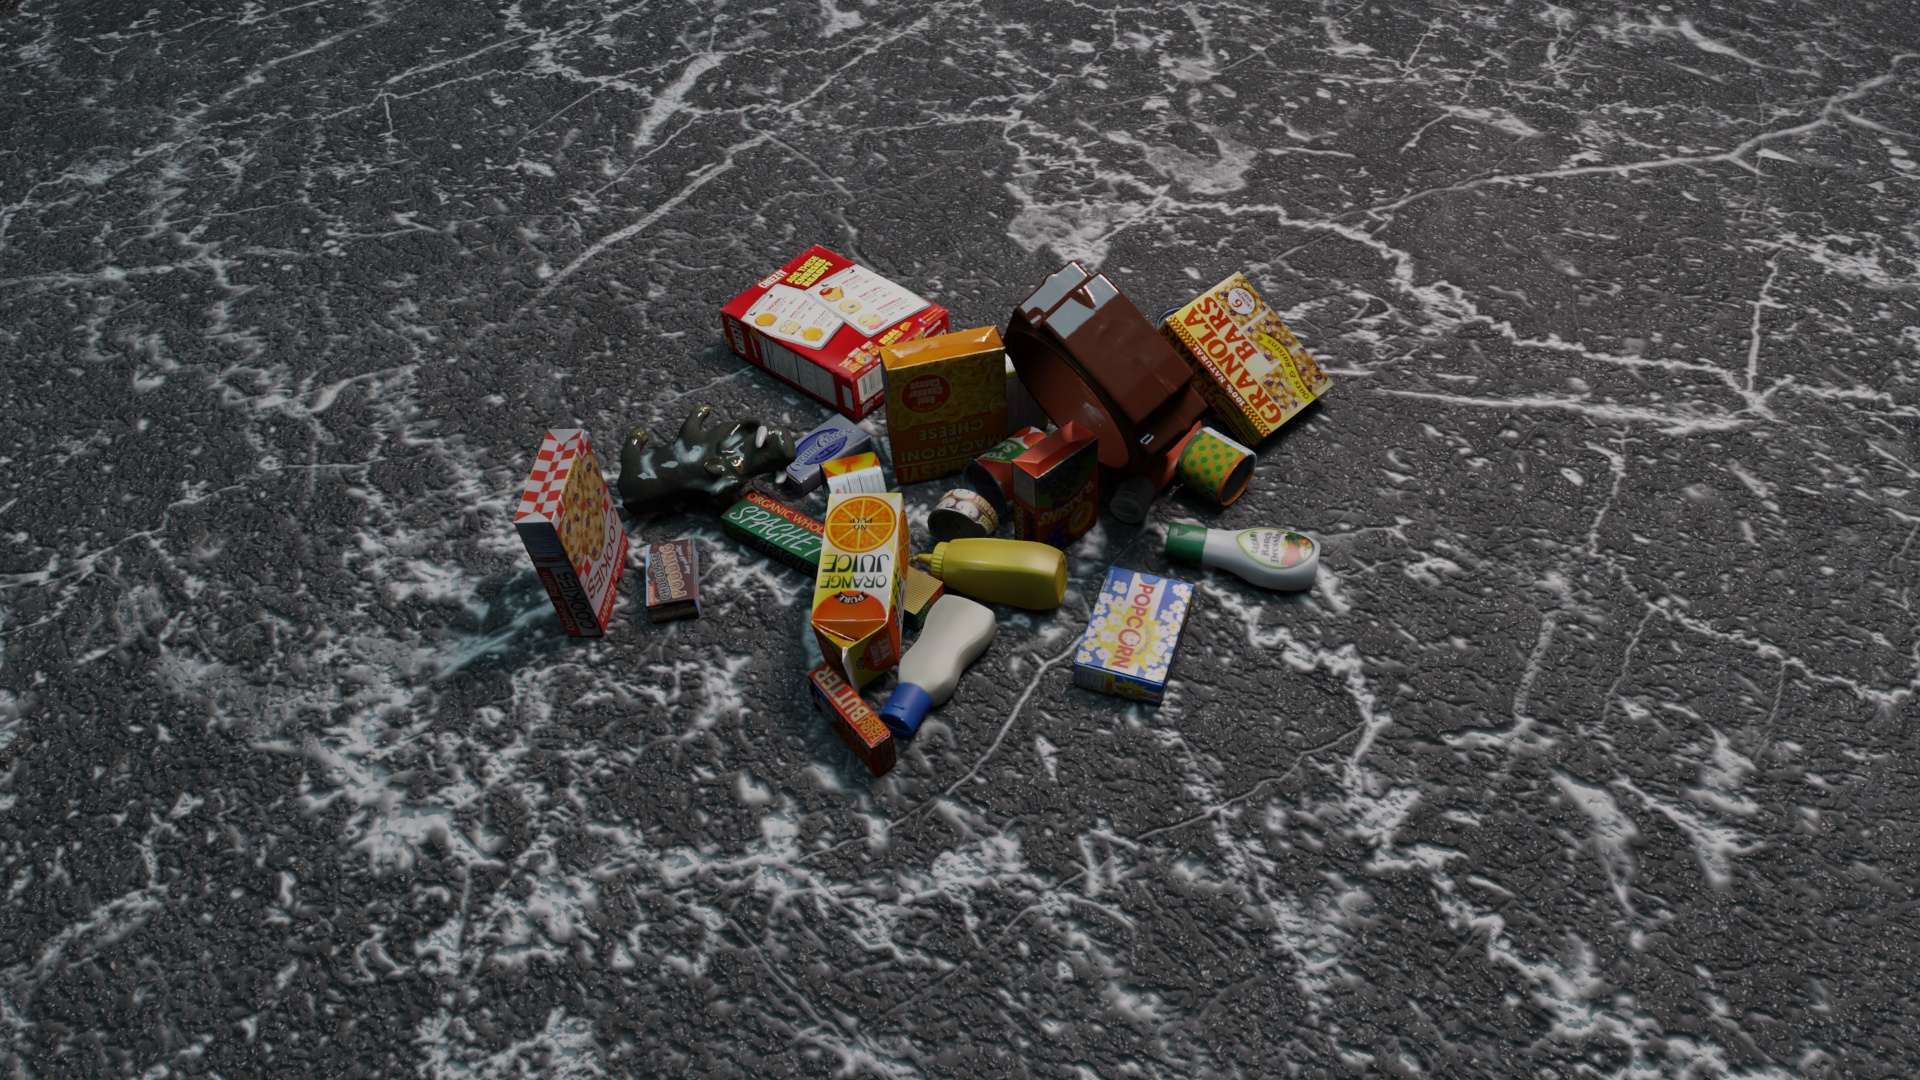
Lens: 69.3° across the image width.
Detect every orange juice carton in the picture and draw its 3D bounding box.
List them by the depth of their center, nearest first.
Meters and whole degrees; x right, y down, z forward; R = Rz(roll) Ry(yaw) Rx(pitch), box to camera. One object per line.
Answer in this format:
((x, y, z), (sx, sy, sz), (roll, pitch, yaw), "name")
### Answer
((-0.093, 0.051, 1.302), (0.073, 0.071, 0.194), (-1, 52, 7), "orange juice carton")

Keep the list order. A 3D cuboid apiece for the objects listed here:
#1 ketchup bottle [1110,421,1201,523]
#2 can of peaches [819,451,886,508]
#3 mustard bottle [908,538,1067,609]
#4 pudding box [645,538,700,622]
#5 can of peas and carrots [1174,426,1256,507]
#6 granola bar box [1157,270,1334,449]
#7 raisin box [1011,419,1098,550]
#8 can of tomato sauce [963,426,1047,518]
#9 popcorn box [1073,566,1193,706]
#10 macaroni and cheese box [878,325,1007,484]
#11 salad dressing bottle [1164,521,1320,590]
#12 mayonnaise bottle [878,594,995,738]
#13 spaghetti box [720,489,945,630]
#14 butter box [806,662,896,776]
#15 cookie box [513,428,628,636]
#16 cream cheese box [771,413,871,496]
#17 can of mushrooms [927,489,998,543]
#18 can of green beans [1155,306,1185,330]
((0.201, -0.081, 1.464), (0.065, 0.043, 0.149), (16, 50, 21), "ketchup bottle")
((-0.111, -0.056, 1.441), (0.058, 0.071, 0.071), (-14, 48, -10), "can of peaches")
((0.023, 0.027, 1.361), (0.160, 0.065, 0.049), (9, 46, 17), "mustard bottle")
((-0.288, 0.040, 1.385), (0.050, 0.030, 0.084), (-8, 47, -4), "pudding box")
((0.264, -0.074, 1.441), (0.059, 0.070, 0.071), (33, 57, 28), "can of peas and carrots")
((0.310, -0.198, 1.522), (0.125, 0.039, 0.165), (-35, 83, -27), "granola bar box")
((0.096, -0.047, 1.384), (0.086, 0.122, 0.040), (-35, 53, -26), "raisin box")
((0.054, -0.073, 1.446), (0.083, 0.070, 0.071), (-34, 54, -26), "can of tomato sauce")
((0.164, 0.089, 1.312), (0.085, 0.038, 0.127), (12, 49, 15), "popcorn box")
((-0.015, -0.137, 1.443), (0.124, 0.165, 0.040), (-12, 48, -8), "macaroni and cheese box")
((0.278, 0.012, 1.374), (0.148, 0.043, 0.064), (10, 50, 12), "salad dressing bottle")
((-0.025, 0.117, 1.294), (0.065, 0.041, 0.149), (19, 52, 21), "mayonnaise bottle")
((-0.132, 0.017, 1.399), (0.250, 0.028, 0.050), (25, 53, 23), "spaghetti box")
((-0.098, 0.161, 1.249), (0.024, 0.052, 0.104), (-32, 54, -22), "butter box")
((-0.370, -0.006, 1.339), (0.040, 0.166, 0.123), (-1, 47, 6), "cookie box")
((-0.151, -0.094, 1.505), (0.104, 0.024, 0.053), (-37, 55, -27), "cream cheese box")
((0.005, -0.018, 1.398), (0.071, 0.070, 0.034), (19, 50, 19), "can of mushrooms")
((0.254, -0.224, 1.583), (0.071, 0.057, 0.071), (-1, 47, 1), "can of green beans")
